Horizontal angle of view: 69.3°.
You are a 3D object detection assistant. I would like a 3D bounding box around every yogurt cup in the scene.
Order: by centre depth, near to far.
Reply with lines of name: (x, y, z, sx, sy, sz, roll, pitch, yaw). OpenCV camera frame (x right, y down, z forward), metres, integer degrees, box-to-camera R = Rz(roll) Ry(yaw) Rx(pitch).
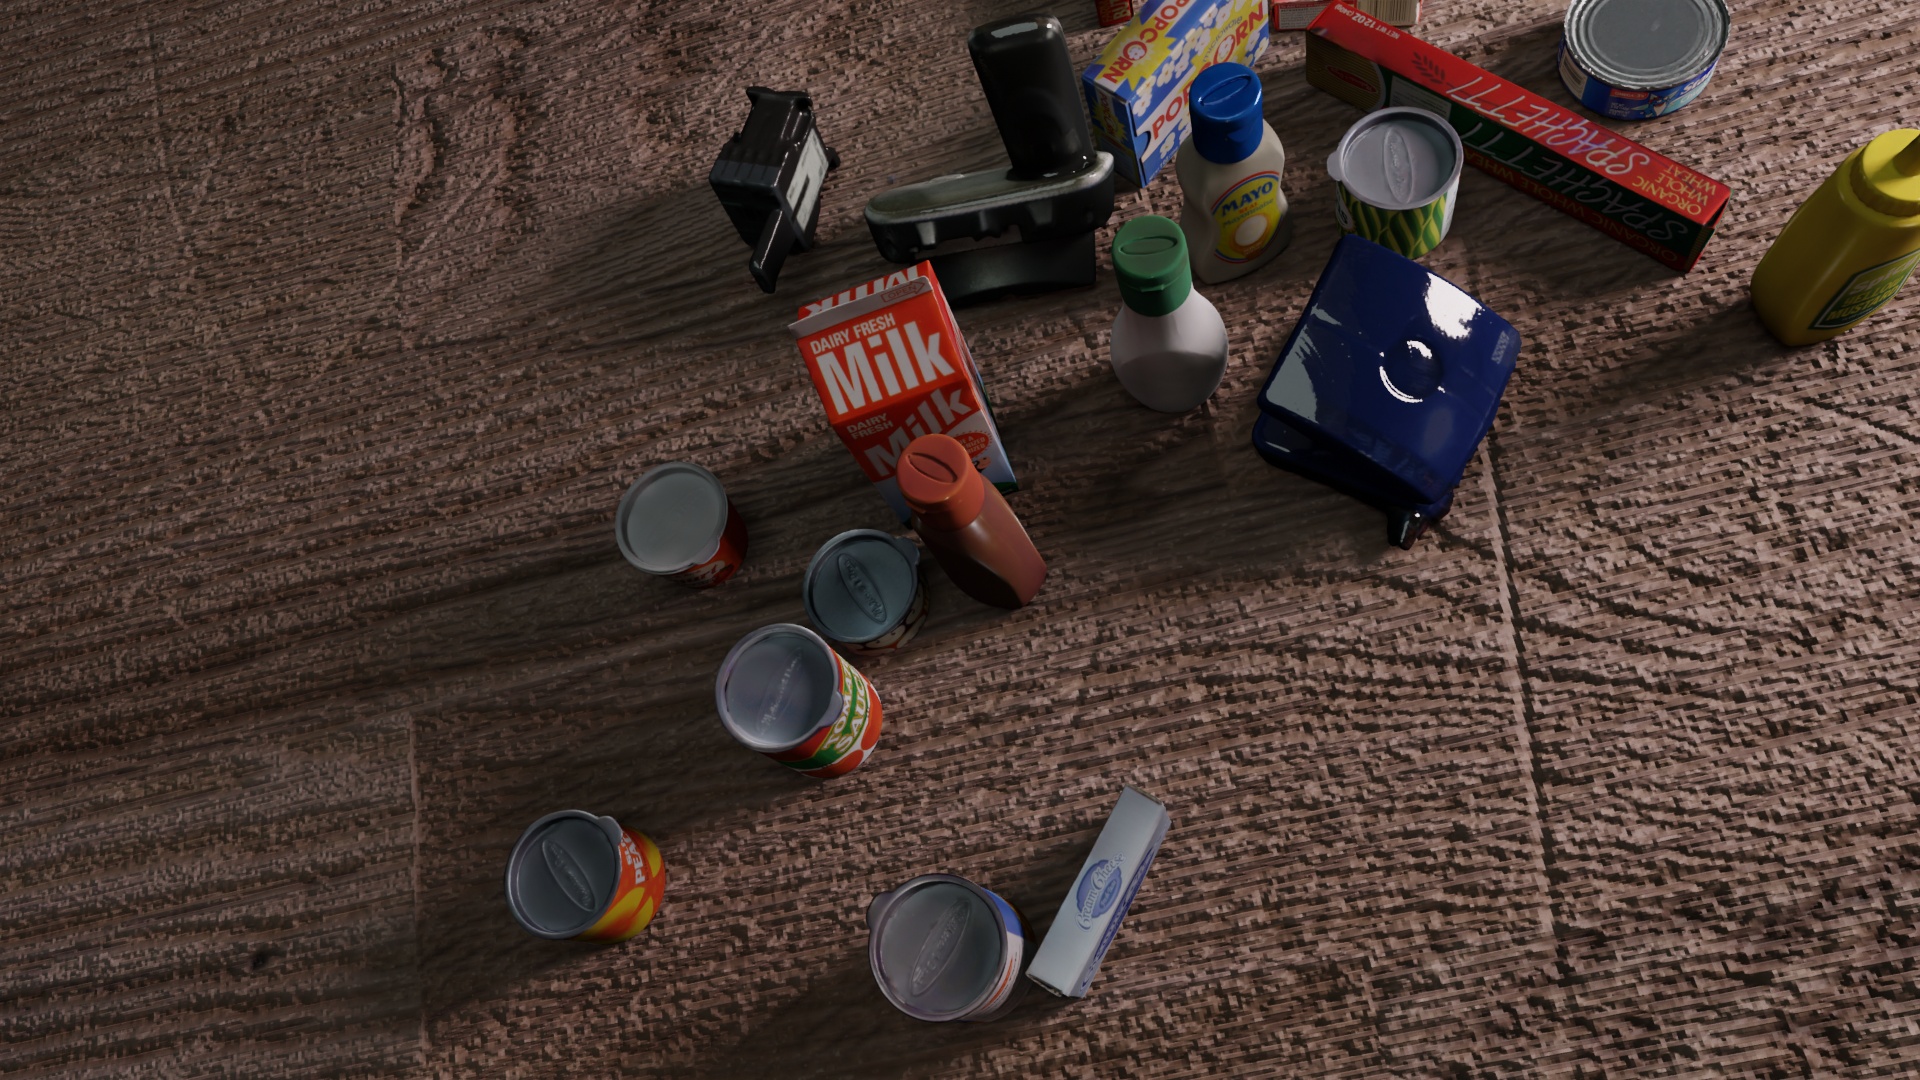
yogurt cup: (-0.158, -0.005, 0.805, 0.072, 0.054, 0.072, -4, 69, 12)

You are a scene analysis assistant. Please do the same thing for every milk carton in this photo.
milk carton: (-0.028, -0.080, 0.727, 0.072, 0.190, 0.073, -20, 67, 6)

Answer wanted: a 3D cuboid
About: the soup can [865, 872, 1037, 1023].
soup can: (-0.003, 0.198, 0.676, 0.071, 0.083, 0.071, -4, 69, 12)

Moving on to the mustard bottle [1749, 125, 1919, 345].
mustard bottle: (0.430, -0.149, 0.660, 0.065, 0.160, 0.049, -24, 67, 4)

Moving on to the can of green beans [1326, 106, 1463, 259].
can of green beans: (0.244, -0.198, 0.779, 0.071, 0.057, 0.071, -4, 69, 12)

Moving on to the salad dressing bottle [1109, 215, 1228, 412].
salad dressing bottle: (0.107, -0.117, 0.732, 0.064, 0.147, 0.044, -4, 70, 12)

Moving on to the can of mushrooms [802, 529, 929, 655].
can of mushrooms: (-0.050, 0.028, 0.778, 0.071, 0.033, 0.071, -4, 69, 12)

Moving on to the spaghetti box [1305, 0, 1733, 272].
spaghetti box: (0.305, -0.229, 0.779, 0.250, 0.050, 0.029, 37, 82, 23)

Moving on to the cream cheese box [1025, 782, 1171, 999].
cream cheese box: (0.070, 0.174, 0.684, 0.024, 0.053, 0.104, 26, 78, 21)

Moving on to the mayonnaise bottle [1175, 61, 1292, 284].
mayonnaise bottle: (0.147, -0.197, 0.752, 0.065, 0.147, 0.041, -27, 67, 3)

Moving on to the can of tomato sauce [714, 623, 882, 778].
can of tomato sauce: (-0.082, 0.087, 0.736, 0.071, 0.083, 0.071, -4, 69, 12)

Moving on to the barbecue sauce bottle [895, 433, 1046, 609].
barbecue sauce bottle: (0.003, -0.009, 0.716, 0.065, 0.148, 0.044, 29, 80, 21)

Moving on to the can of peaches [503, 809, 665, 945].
can of peaches: (-0.198, 0.180, 0.744, 0.071, 0.058, 0.071, -4, 69, 12)

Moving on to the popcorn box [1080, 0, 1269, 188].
popcorn box: (0.130, -0.285, 0.823, 0.038, 0.085, 0.127, 38, 82, 23)

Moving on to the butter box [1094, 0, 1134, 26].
butter box: (0.091, -0.387, 0.889, 0.024, 0.053, 0.104, -9, 68, 10)
